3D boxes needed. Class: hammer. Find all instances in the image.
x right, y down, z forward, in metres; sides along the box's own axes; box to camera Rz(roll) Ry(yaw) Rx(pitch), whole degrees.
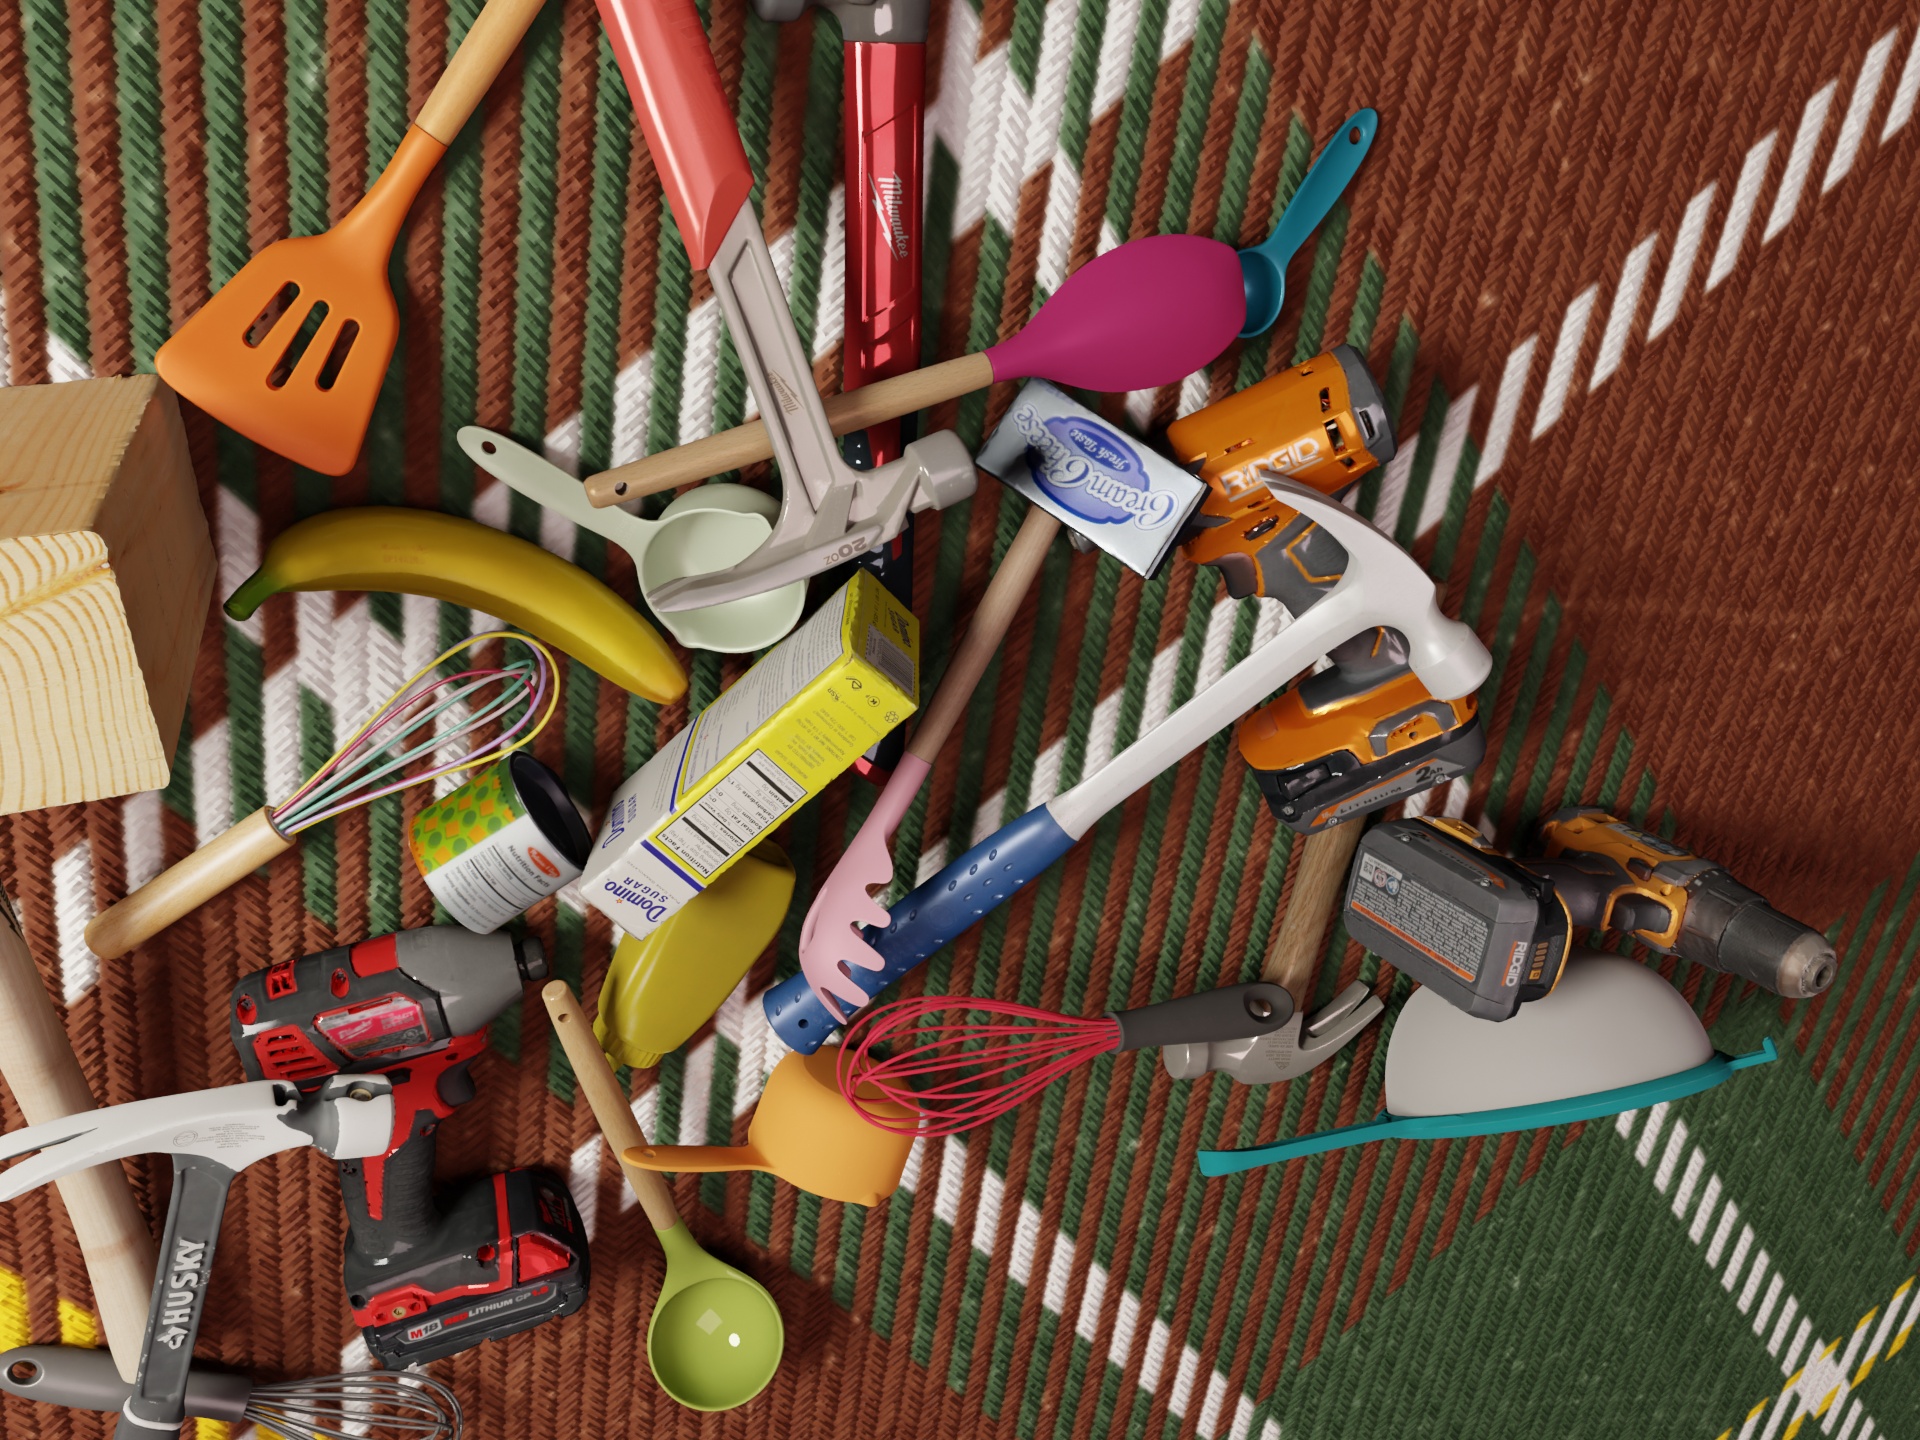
[{"bbox_3d":[-0.384,0.318,0.752,0.149,0.036,0.408,4,125,-33],"label":"hammer"},{"bbox_3d":[-0.404,0.148,0.703,0.038,0.146,0.410,-9,127,-16],"label":"hammer"},{"bbox_3d":[0.221,0.071,0.935,0.130,0.031,0.331,4,112,-22],"label":"hammer"},{"bbox_3d":[-0.022,-0.150,0.732,0.143,0.038,0.386,-7,117,-19],"label":"hammer"},{"bbox_3d":[0.056,0.040,0.798,0.405,0.035,0.144,-38,107,17],"label":"hammer"},{"bbox_3d":[-0.113,-0.225,0.615,0.149,0.037,0.358,-24,111,-12],"label":"hammer"}]

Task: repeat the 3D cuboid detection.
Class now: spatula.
[{"bbox_3d":[-0.192,-0.247,0.618,0.081,0.041,0.322,32,99,-25],"label":"spatula"}]

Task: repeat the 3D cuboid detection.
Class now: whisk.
[{"bbox_3d":[-0.287,0.039,0.719,0.245,0.051,0.047,-33,126,0],"label":"whisk"},{"bbox_3d":[0.066,0.174,0.865,0.295,0.073,0.073,-3,116,-30],"label":"whisk"},{"bbox_3d":[-0.379,0.361,0.838,0.238,0.055,0.055,20,106,-23],"label":"whisk"}]

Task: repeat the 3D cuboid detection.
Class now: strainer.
[{"bbox_3d":[0.290,0.196,0.957,0.340,0.211,0.095,-7,79,-18],"label":"strainer"}]

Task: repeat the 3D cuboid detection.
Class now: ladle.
[{"bbox_3d":[-0.162,0.257,0.840,0.078,0.062,0.319,-18,128,-7],"label":"ladle"}]

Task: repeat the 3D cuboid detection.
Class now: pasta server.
[{"bbox_3d":[-0.001,-0.002,0.778,0.040,0.060,0.316,28,88,-14],"label":"pasta server"}]

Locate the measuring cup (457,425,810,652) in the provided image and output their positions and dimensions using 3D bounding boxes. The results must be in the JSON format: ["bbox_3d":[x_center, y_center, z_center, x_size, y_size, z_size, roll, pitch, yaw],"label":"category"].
[{"bbox_3d":[-0.144,-0.093,0.716,0.167,0.038,0.083,29,125,-11],"label":"measuring cup"}]

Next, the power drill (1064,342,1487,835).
[{"bbox_3d":[0.162,-0.057,0.813,0.164,0.084,0.226,-23,114,10],"label":"power drill"}]

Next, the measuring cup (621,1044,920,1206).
[{"bbox_3d":[-0.095,0.207,0.832,0.173,0.095,0.052,13,104,-43],"label":"measuring cup"}]

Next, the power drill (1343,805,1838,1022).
[{"bbox_3d":[0.357,0.111,0.900,0.226,0.185,0.084,-2,111,-31],"label":"power drill"}]

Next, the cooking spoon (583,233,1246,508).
[{"bbox_3d":[-0.011,-0.148,0.703,0.319,0.017,0.068,-21,117,-14],"label":"cooking spoon"}]

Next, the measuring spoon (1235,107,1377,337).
[{"bbox_3d":[0.159,-0.243,0.773,0.042,0.021,0.128,35,89,-30],"label":"measuring spoon"}]

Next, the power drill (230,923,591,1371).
[{"bbox_3d":[-0.259,0.203,0.792,0.143,0.079,0.219,-15,116,-14],"label":"power drill"}]
